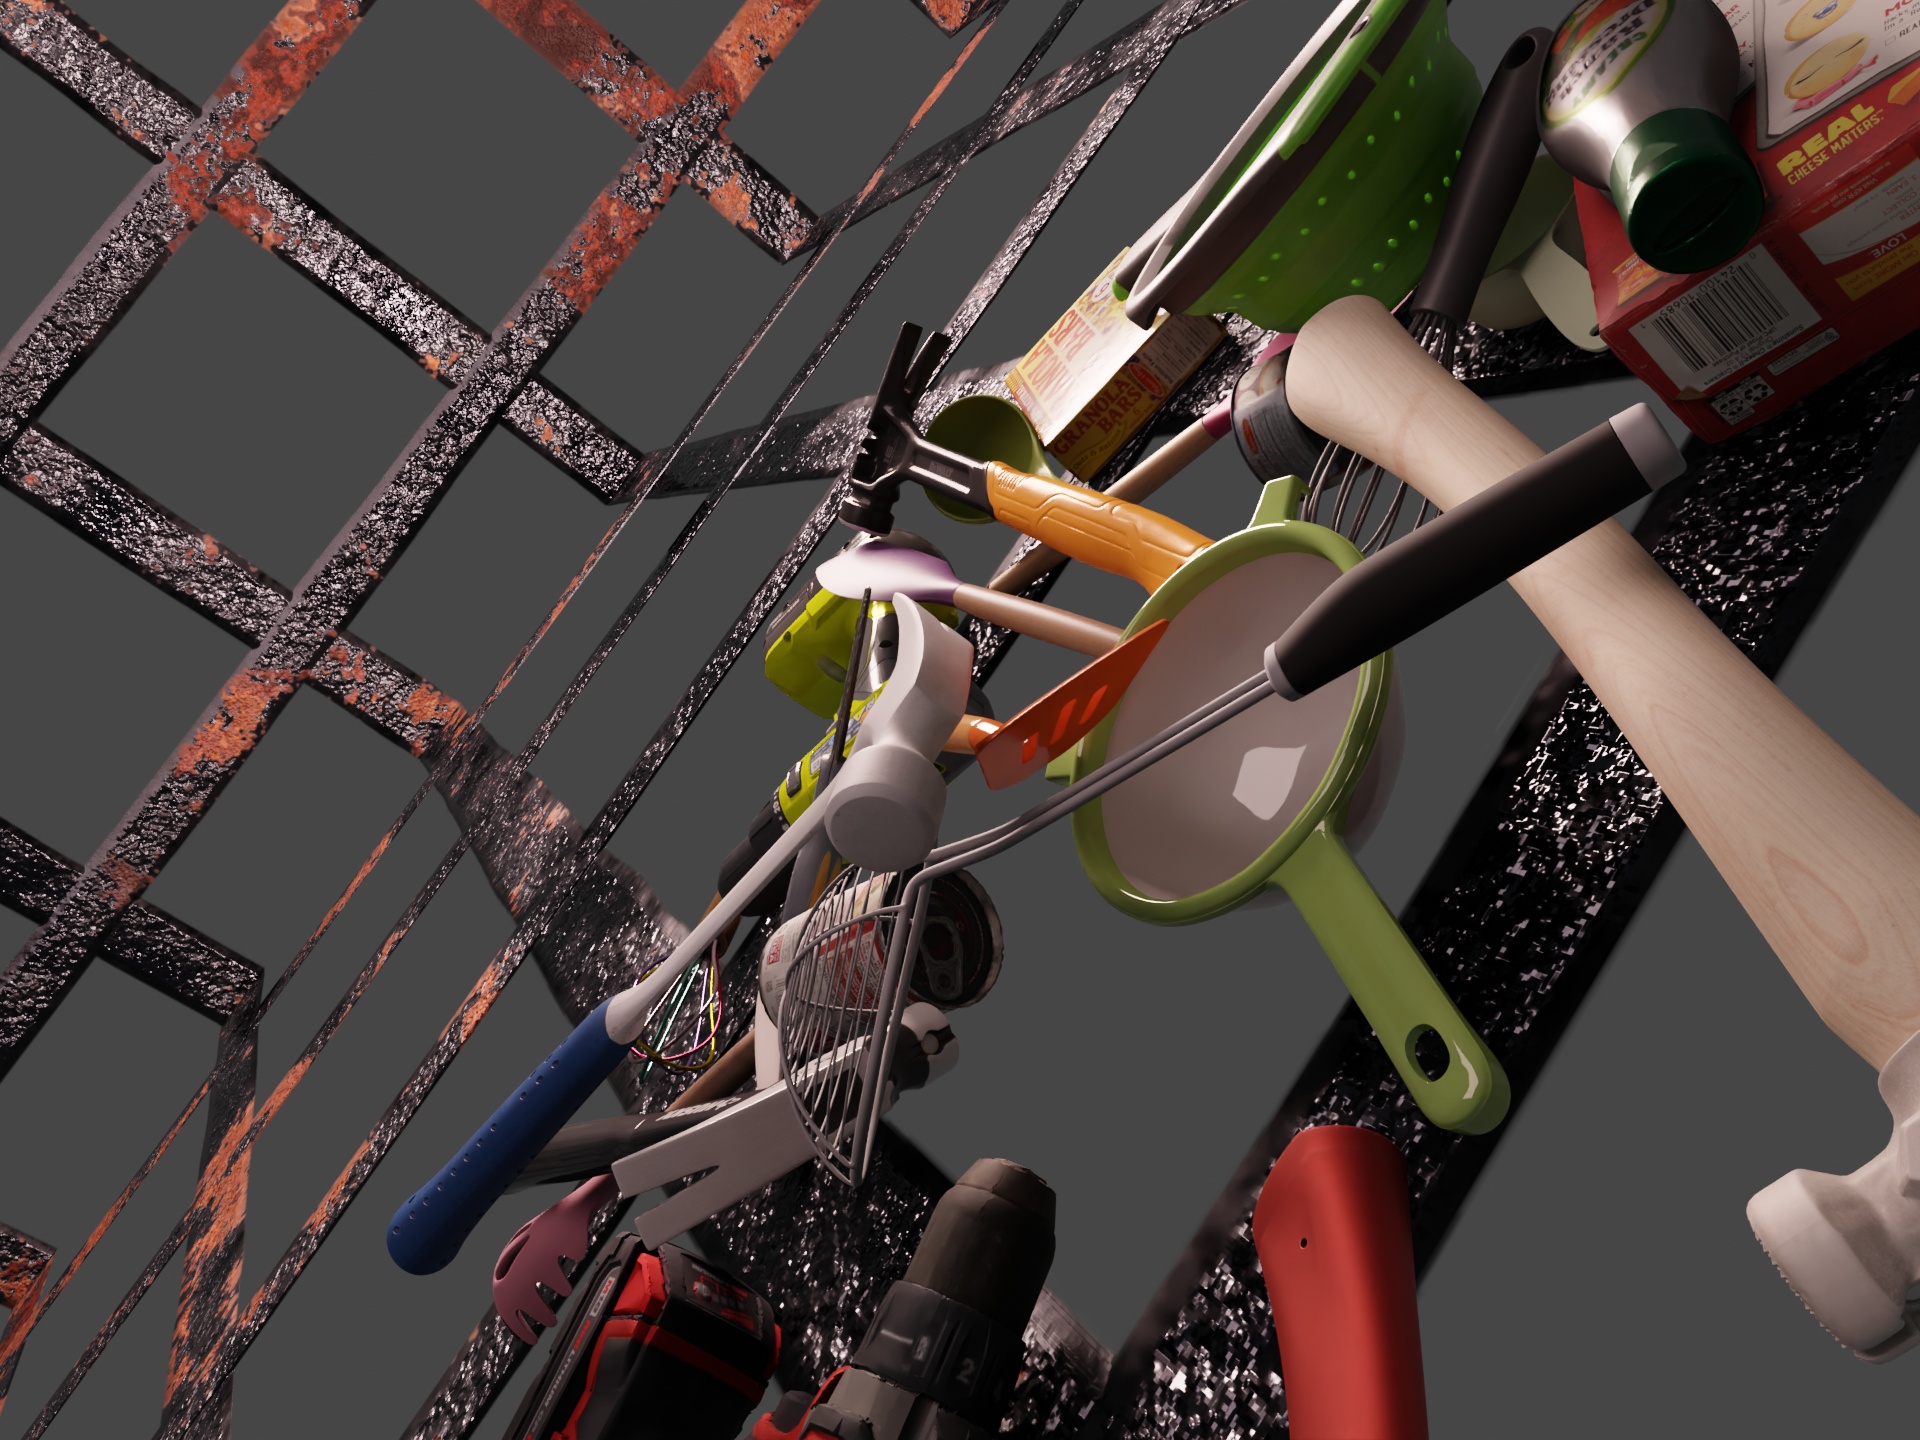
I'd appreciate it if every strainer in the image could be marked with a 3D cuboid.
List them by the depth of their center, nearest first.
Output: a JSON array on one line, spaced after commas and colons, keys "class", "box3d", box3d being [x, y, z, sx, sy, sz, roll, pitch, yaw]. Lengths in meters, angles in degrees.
[{"class": "strainer", "box3d": [0.124, 0.039, 0.525, 0.151, 0.069, 0.257, -52, 32, 21]}]

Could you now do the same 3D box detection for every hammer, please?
[{"class": "hammer", "box3d": [0.090, 0.239, 0.313, 0.149, 0.036, 0.359, -36, 27, 35]}, {"class": "hammer", "box3d": [0.191, -0.039, 0.452, 0.146, 0.038, 0.411, -43, 33, 19]}, {"class": "hammer", "box3d": [-0.123, 0.107, 0.622, 0.405, 0.035, 0.144, -46, 16, 32]}, {"class": "hammer", "box3d": [-0.150, 0.195, 0.731, 0.146, 0.035, 0.335, -23, -2, -41]}, {"class": "hammer", "box3d": [0.036, -0.122, 0.833, 0.337, 0.034, 0.127, 34, 108, 54]}]

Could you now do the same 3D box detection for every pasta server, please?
[{"class": "pasta server", "box3d": [-0.142, 0.213, 0.831, 0.316, 0.040, 0.060, -43, 23, 12]}]

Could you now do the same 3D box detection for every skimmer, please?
[{"class": "skimmer", "box3d": [0.070, 0.035, 0.509, 0.363, 0.090, 0.127, -34, 21, 27]}]

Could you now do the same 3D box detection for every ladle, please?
[{"class": "ladle", "box3d": [0.062, -0.117, 0.849, 0.078, 0.062, 0.320, -65, 29, 7]}]

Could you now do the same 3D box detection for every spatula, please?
[{"class": "spatula", "box3d": [-0.001, -0.002, 0.669, 0.081, 0.041, 0.323, -34, 11, -14]}, {"class": "spatula", "box3d": [0.015, -0.059, 0.834, 0.060, 0.018, 0.316, -31, 30, -25]}]

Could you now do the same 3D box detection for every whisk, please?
[{"class": "whisk", "box3d": [0.191, -0.161, 0.630, 0.055, 0.055, 0.239, 23, 93, 68]}, {"class": "whisk", "box3d": [-0.141, 0.135, 0.877, 0.245, 0.047, 0.051, -79, -1, -76]}]

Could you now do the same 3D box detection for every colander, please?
[{"class": "colander", "box3d": [0.159, -0.242, 0.790, 0.204, 0.094, 0.397, -55, 8, -2]}]

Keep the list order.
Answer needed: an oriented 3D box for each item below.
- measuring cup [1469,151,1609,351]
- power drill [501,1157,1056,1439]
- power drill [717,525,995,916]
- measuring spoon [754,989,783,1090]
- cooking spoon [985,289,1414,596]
[{"class": "measuring cup", "box3d": [0.243, -0.176, 0.643, 0.083, 0.038, 0.168, -42, 26, 25]}, {"class": "power drill", "box3d": [-0.064, 0.240, 0.568, 0.227, 0.080, 0.188, -13, 44, 54]}, {"class": "power drill", "box3d": [-0.069, -0.001, 0.944, 0.190, 0.080, 0.229, -42, 27, 22]}, {"class": "measuring spoon", "box3d": [-0.087, 0.169, 0.776, 0.034, 0.018, 0.124, -41, 33, 24]}, {"class": "cooking spoon", "box3d": [0.118, -0.144, 0.867, 0.319, 0.017, 0.069, -35, 29, 35]}]
